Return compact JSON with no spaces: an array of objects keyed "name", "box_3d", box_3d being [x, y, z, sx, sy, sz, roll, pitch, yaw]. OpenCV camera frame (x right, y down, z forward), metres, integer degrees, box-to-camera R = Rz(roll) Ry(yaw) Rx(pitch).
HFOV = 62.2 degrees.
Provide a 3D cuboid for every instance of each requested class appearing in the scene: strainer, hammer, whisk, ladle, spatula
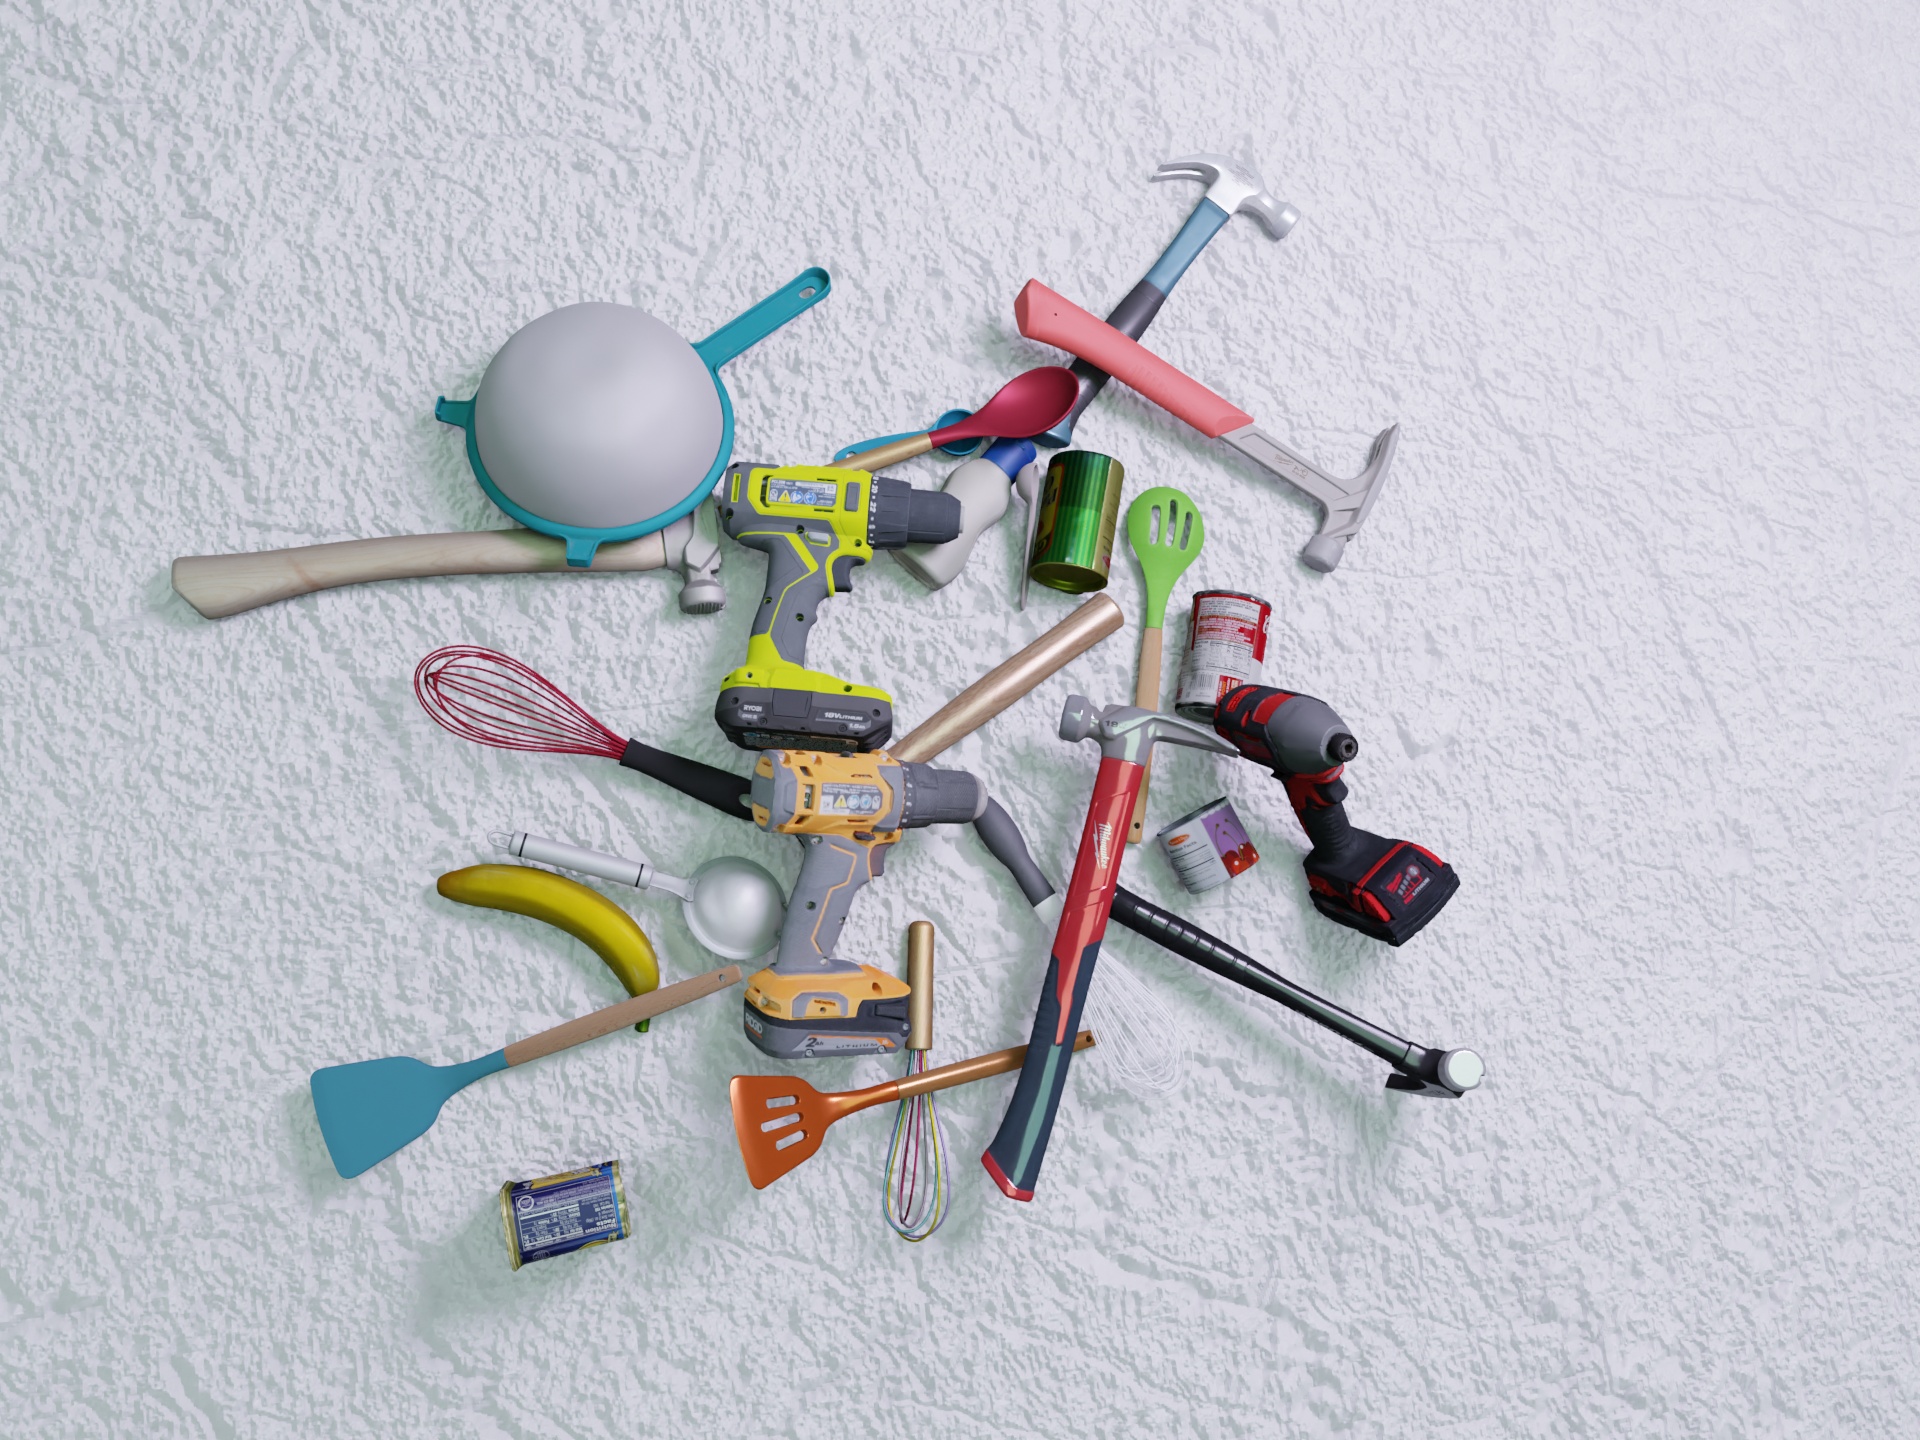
[{"name":"strainer","box_3d":[-0.236,-0.288,1.254,0.340,0.095,0.211,-39,74,-18]},{"name":"hammer","box_3d":[0.246,0.212,1.280,0.335,0.146,0.035,27,76,7]},{"name":"whisk","box_3d":[0.089,0.178,1.274,0.070,0.070,0.285,-32,80,-14]},{"name":"hammer","box_3d":[0.207,-0.277,1.362,0.359,0.037,0.149,30,79,-12]},{"name":"strainer","box_3d":[-0.235,0.122,1.220,0.258,0.050,0.087,16,55,-11]},{"name":"whisk","box_3d":[-0.037,0.280,1.244,0.051,0.047,0.245,7,75,-22]},{"name":"ladle","box_3d":[-0.050,-0.223,1.316,0.315,0.031,0.069,-20,54,-4]},{"name":"hammer","box_3d":[0.162,-0.366,1.395,0.128,0.033,0.331,37,76,-3]},{"name":"hammer","box_3d":[0.104,0.179,1.226,0.143,0.038,0.386,14,80,9]},{"name":"hammer","box_3d":[-0.397,-0.139,1.250,0.410,0.038,0.146,-6,80,-11]},{"name":"whisk","box_3d":[-0.279,0.017,1.237,0.295,0.073,0.073,23,77,-13]},{"name":"hammer","box_3d":[-0.002,-0.004,1.303,0.331,0.031,0.130,-36,89,-15]},{"name":"spatula","box_3d":[-0.024,0.275,1.205,0.322,0.041,0.081,-9,77,-28]},{"name":"spatula","box_3d":[-0.314,0.244,1.184,0.317,0.044,0.082,-20,81,-5]}]

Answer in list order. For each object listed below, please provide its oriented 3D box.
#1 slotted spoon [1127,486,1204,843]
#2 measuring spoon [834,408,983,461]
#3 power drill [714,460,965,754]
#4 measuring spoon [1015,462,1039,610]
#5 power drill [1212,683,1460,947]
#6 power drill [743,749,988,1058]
[{"name":"slotted spoon","box_3d":[0.163,-0.051,1.345,0.070,0.031,0.314,9,80,-9]},{"name":"measuring spoon","box_3d":[-0.043,-0.232,1.345,0.128,0.021,0.042,-13,77,-3]},{"name":"power drill","box_3d":[-0.098,-0.091,1.246,0.190,0.080,0.229,5,74,-1]},{"name":"measuring spoon","box_3d":[0.051,-0.153,1.327,0.018,0.034,0.124,7,103,12]},{"name":"power drill","box_3d":[0.298,0.069,1.260,0.078,0.143,0.219,-41,113,-14]},{"name":"power drill","box_3d":[-0.073,0.135,1.211,0.185,0.084,0.226,3,95,-27]}]
